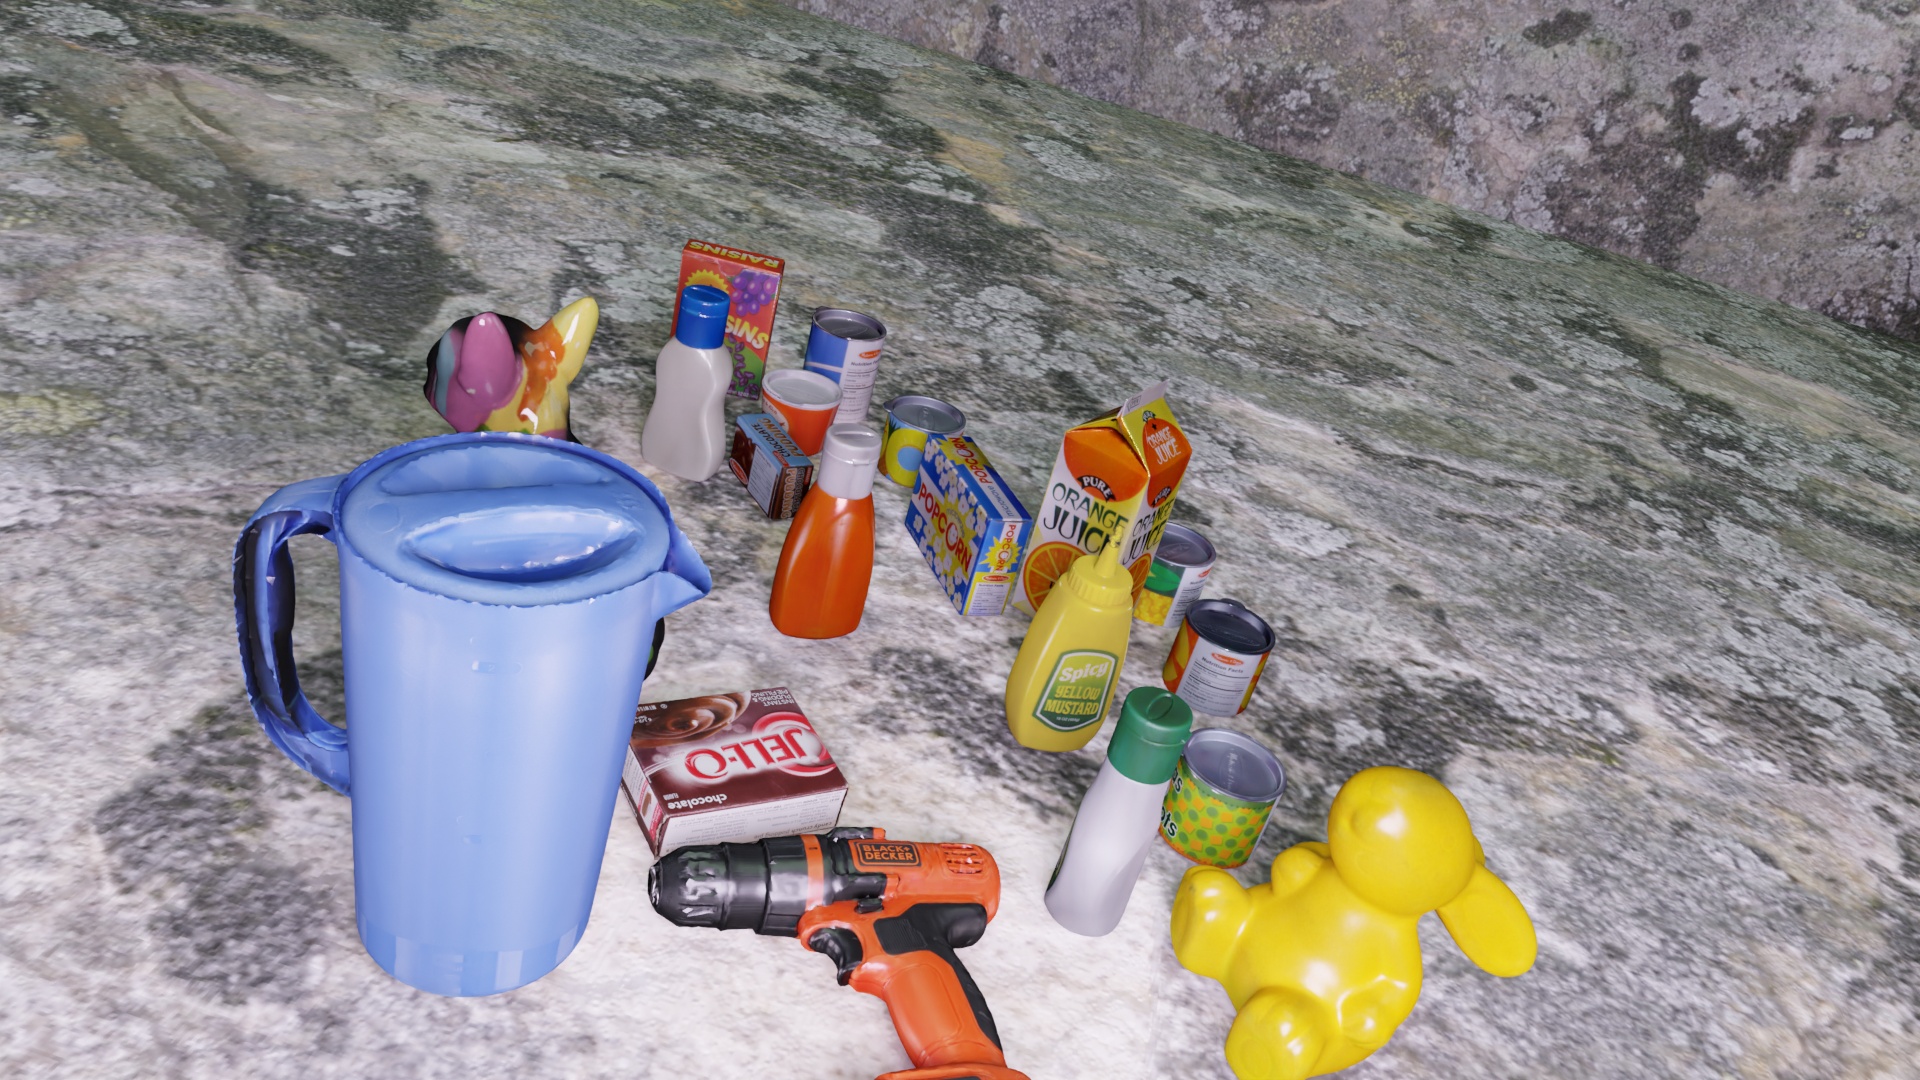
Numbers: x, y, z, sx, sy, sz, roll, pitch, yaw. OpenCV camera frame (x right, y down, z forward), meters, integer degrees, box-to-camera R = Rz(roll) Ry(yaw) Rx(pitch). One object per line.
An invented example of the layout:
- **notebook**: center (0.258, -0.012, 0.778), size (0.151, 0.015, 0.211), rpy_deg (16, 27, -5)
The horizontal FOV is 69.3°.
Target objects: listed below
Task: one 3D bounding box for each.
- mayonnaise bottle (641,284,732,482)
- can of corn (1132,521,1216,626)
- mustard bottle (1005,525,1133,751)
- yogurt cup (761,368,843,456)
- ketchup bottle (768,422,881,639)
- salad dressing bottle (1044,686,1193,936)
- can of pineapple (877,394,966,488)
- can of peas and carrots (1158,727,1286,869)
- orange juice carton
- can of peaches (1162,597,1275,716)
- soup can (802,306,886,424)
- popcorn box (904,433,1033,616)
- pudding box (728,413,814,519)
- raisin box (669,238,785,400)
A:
- **mayonnaise bottle**: center (-0.204, -0.121, 1.061), size (0.065, 0.147, 0.041), rpy_deg (22, 30, 11)
- **can of corn**: center (0.156, 0.024, 1.079), size (0.071, 0.058, 0.071), rpy_deg (12, 29, -7)
- **mustard bottle**: center (0.074, 0.060, 0.874), size (0.065, 0.159, 0.049), rpy_deg (5, 31, -19)
- **yogurt cup**: center (-0.137, -0.106, 1.165), size (0.072, 0.053, 0.073), rpy_deg (12, 30, -7)
- **ketchup bottle**: center (-0.084, -0.005, 0.921), size (0.065, 0.148, 0.044), rpy_deg (-1, 33, -27)
- **salad dressing bottle**: center (0.086, 0.146, 0.746), size (0.044, 0.147, 0.064), rpy_deg (27, 31, 20)
- **can of pineapple**: center (-0.035, -0.083, 1.171), size (0.071, 0.057, 0.071), rpy_deg (12, 29, -7)
- **can of peas and carrots**: center (0.156, 0.157, 0.852), size (0.071, 0.058, 0.071), rpy_deg (12, 29, -7)
- **orange juice carton**: center (0.107, -0.025, 1.003), size (0.073, 0.191, 0.072), rpy_deg (30, 32, 23)
- **can of peaches**: center (0.184, 0.083, 0.993), size (0.071, 0.057, 0.071), rpy_deg (12, 29, -7)
- **soup can**: center (-0.108, -0.156, 1.233), size (0.071, 0.083, 0.072), rpy_deg (12, 29, -7)
- **popcorn box**: center (0.004, -0.013, 1.042), size (0.038, 0.084, 0.127), rpy_deg (0, 33, -26)
- **pudding box**: center (-0.149, -0.059, 1.082), size (0.030, 0.049, 0.084), rpy_deg (-6, 36, -34)
- **raisin box**: center (-0.206, -0.191, 1.206), size (0.086, 0.122, 0.040), rpy_deg (12, 29, -6)
